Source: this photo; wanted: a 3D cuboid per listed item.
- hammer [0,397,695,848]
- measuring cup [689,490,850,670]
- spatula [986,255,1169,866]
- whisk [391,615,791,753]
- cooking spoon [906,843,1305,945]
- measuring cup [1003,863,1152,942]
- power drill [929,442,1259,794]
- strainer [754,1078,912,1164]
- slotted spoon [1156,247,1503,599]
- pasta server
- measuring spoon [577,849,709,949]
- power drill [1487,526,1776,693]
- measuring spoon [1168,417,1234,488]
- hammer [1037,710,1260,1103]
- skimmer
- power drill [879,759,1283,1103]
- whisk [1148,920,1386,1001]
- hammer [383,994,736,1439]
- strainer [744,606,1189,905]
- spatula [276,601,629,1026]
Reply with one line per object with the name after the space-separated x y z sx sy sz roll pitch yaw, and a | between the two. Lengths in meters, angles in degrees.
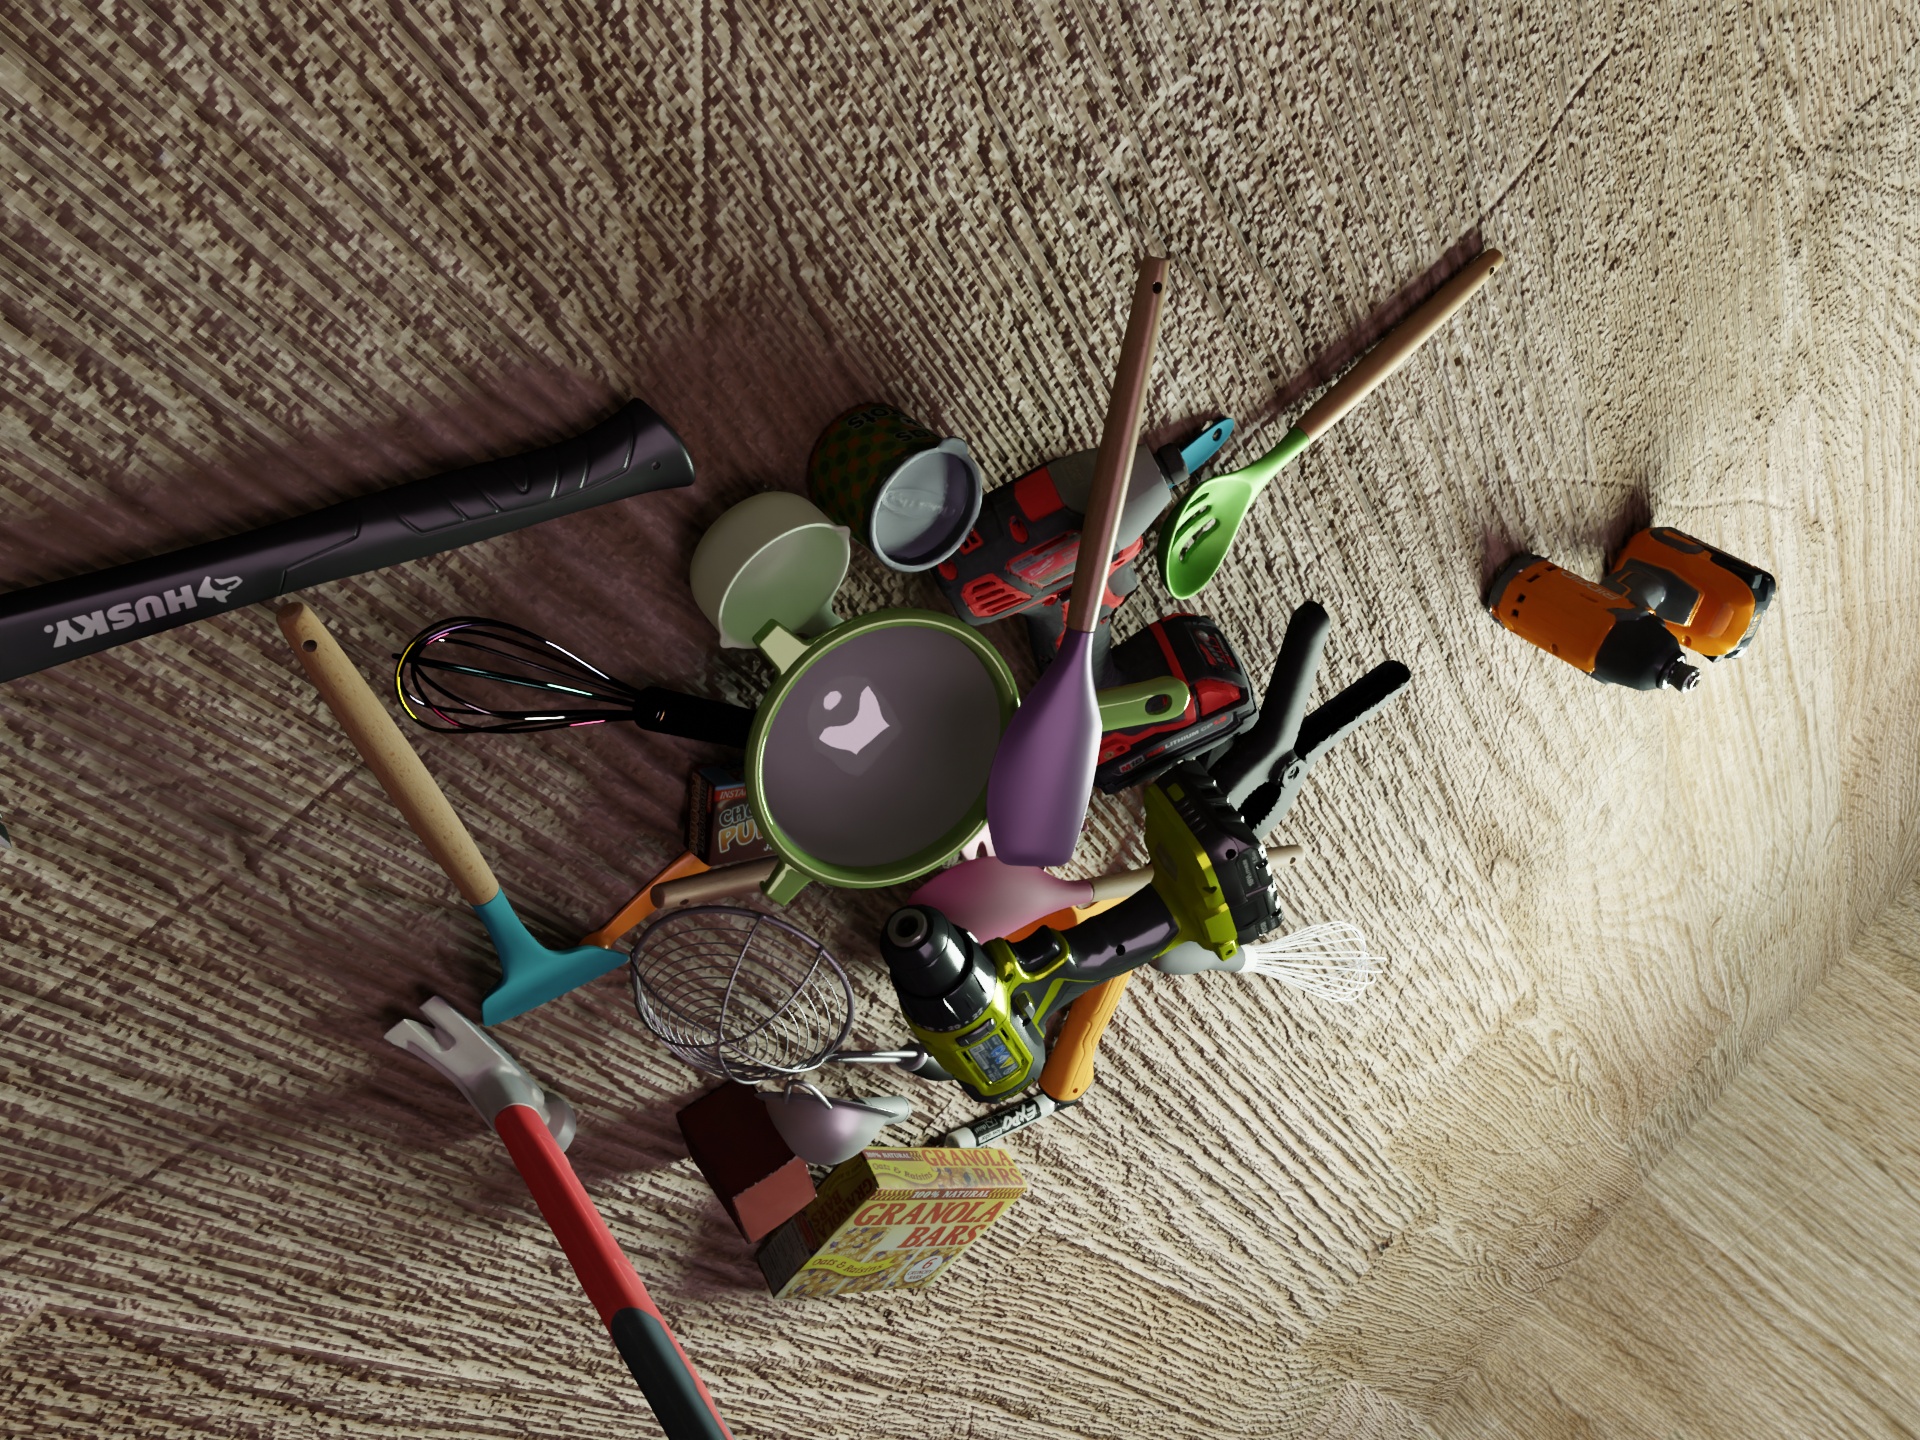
-0.259 -0.063 0.634 0.334 0.035 0.146 -22 133 -29 | hammer
-0.082 -0.062 0.803 0.083 0.038 0.167 -43 157 0 | measuring cup
0.063 -0.071 0.797 0.059 0.018 0.315 5 107 -22 | spatula
-0.165 -0.006 0.750 0.244 0.051 0.047 15 72 -56 | whisk
0.102 0.106 1.022 0.318 0.017 0.068 -6 117 -32 | cooking spoon
0.062 0.122 1.060 0.173 0.052 0.095 -27 132 -27 | measuring cup
0.085 -0.062 0.891 0.143 0.079 0.219 -27 139 9 | power drill
-0.065 0.250 1.000 0.258 0.087 0.050 44 51 -73 | strainer
0.228 -0.191 0.983 0.314 0.031 0.070 -43 140 -10 | slotted spoon
-0.042 0.079 0.920 0.316 0.040 0.060 -8 141 -46 | pasta server
-0.160 0.094 0.866 0.117 0.011 0.021 -40 140 -11 | measuring spoon
0.545 -0.082 1.254 0.226 0.164 0.084 -14 129 -37 | power drill
0.112 -0.145 0.926 0.128 0.021 0.042 -39 142 -26 | measuring spoon
0.123 0.141 1.146 0.127 0.034 0.336 -2 122 -43 | hammer
-0.064 0.180 0.996 0.127 0.090 0.363 -19 160 22 | skimmer
0.067 0.123 0.939 0.228 0.080 0.190 -31 141 -3 | power drill
0.247 0.194 1.289 0.284 0.070 0.070 9 114 -40 | whisk
-0.151 0.279 0.727 0.038 0.387 0.143 -39 139 -11 | hammer
-0.001 -0.003 0.843 0.256 0.069 0.151 -10 115 -25 | strainer
-0.233 0.057 0.728 0.082 0.044 0.317 -25 138 -9 | spatula
